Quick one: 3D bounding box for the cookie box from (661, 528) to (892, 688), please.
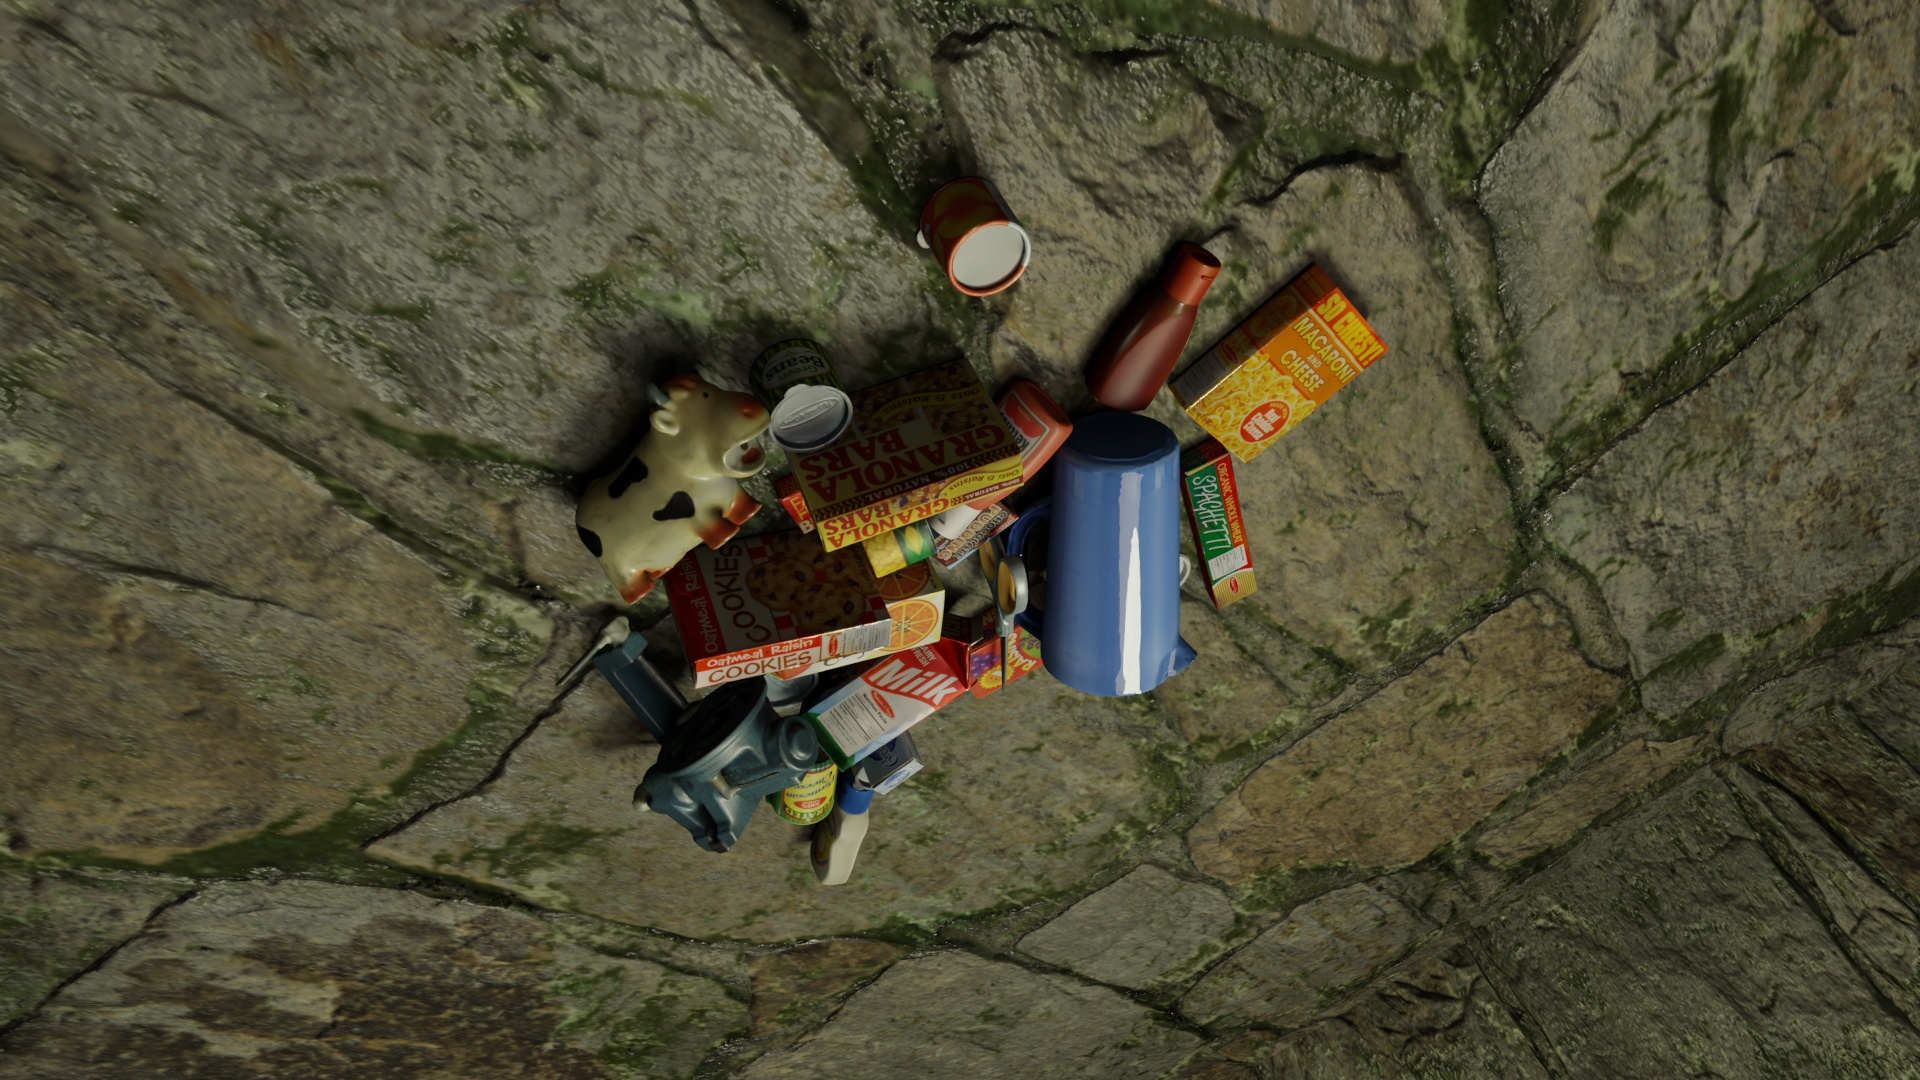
[{"bbox_3d":[-0.156,0.050,1.165,0.168,0.123,0.040,-11,138,-19],"label":"cookie box"}]

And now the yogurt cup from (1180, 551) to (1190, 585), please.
[{"bbox_3d":[0.188,0.020,1.385,0.072,0.054,0.072,-16,140,-14],"label":"yogurt cup"}]

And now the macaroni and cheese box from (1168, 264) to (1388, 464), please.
[{"bbox_3d":[0.288,-0.157,1.256,0.166,0.040,0.123,-40,139,17],"label":"macaroni and cheese box"}]

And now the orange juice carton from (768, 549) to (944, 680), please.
[{"bbox_3d":[-0.117,0.065,1.246,0.193,0.072,0.072,-13,139,-17],"label":"orange juice carton"}]

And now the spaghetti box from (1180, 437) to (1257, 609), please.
[{"bbox_3d":[0.262,-0.013,1.411,0.050,0.029,0.249,-27,142,0],"label":"spaghetti box"}]

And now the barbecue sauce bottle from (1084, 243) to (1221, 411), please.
[{"bbox_3d":[0.164,-0.177,1.160,0.065,0.044,0.147,5,131,-34],"label":"barbecue sauce bottle"}]

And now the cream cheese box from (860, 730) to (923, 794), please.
[{"bbox_3d":[-0.079,0.197,1.391,0.053,0.104,0.024,-36,139,9],"label":"cream cheese box"}]

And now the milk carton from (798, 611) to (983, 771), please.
[{"bbox_3d":[-0.056,0.132,1.336,0.190,0.072,0.073,-34,104,10],"label":"milk carton"}]

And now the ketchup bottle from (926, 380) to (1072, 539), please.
[{"bbox_3d":[0.028,-0.064,1.189,0.148,0.065,0.043,-49,158,23],"label":"ketchup bottle"}]

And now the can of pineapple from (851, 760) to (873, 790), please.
[{"bbox_3d":[-0.088,0.217,1.445,0.071,0.058,0.070,-16,140,-14],"label":"can of pineapple"}]

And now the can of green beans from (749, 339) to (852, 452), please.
[{"bbox_3d":[-0.122,-0.110,1.058,0.071,0.058,0.071,-16,140,-14],"label":"can of green beans"}]

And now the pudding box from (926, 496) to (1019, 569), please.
[{"bbox_3d":[0.004,-0.016,1.259,0.083,0.030,0.049,-36,141,11],"label":"pudding box"}]

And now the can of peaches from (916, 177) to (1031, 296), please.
[{"bbox_3d":[0.009,-0.219,1.011,0.071,0.058,0.071,-16,140,-14],"label":"can of peaches"}]

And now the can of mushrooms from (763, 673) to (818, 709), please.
[{"bbox_3d":[-0.173,0.129,1.317,0.071,0.033,0.070,-16,141,-14],"label":"can of mushrooms"}]

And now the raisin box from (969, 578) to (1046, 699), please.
[{"bbox_3d":[0.052,0.102,1.411,0.123,0.040,0.086,-29,142,4],"label":"raisin box"}]

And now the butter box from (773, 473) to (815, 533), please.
[{"bbox_3d":[-0.100,-0.049,1.167,0.103,0.024,0.053,-26,142,-1],"label":"butter box"}]

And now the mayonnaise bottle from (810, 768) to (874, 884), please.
[{"bbox_3d":[-0.128,0.311,1.527,0.041,0.065,0.147,1,130,-25],"label":"mayonnaise bottle"}]

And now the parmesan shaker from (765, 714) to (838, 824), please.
[{"bbox_3d":[-0.160,0.234,1.416,0.071,0.071,0.102,-10,138,-21],"label":"parmesan shaker"}]

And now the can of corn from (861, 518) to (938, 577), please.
[{"bbox_3d":[-0.059,-0.010,1.201,0.058,0.071,0.071,-23,141,-4],"label":"can of corn"}]

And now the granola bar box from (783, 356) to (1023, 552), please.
[{"bbox_3d":[-0.049,-0.069,1.092,0.166,0.125,0.038,-19,140,-9],"label":"granola bar box"}]
